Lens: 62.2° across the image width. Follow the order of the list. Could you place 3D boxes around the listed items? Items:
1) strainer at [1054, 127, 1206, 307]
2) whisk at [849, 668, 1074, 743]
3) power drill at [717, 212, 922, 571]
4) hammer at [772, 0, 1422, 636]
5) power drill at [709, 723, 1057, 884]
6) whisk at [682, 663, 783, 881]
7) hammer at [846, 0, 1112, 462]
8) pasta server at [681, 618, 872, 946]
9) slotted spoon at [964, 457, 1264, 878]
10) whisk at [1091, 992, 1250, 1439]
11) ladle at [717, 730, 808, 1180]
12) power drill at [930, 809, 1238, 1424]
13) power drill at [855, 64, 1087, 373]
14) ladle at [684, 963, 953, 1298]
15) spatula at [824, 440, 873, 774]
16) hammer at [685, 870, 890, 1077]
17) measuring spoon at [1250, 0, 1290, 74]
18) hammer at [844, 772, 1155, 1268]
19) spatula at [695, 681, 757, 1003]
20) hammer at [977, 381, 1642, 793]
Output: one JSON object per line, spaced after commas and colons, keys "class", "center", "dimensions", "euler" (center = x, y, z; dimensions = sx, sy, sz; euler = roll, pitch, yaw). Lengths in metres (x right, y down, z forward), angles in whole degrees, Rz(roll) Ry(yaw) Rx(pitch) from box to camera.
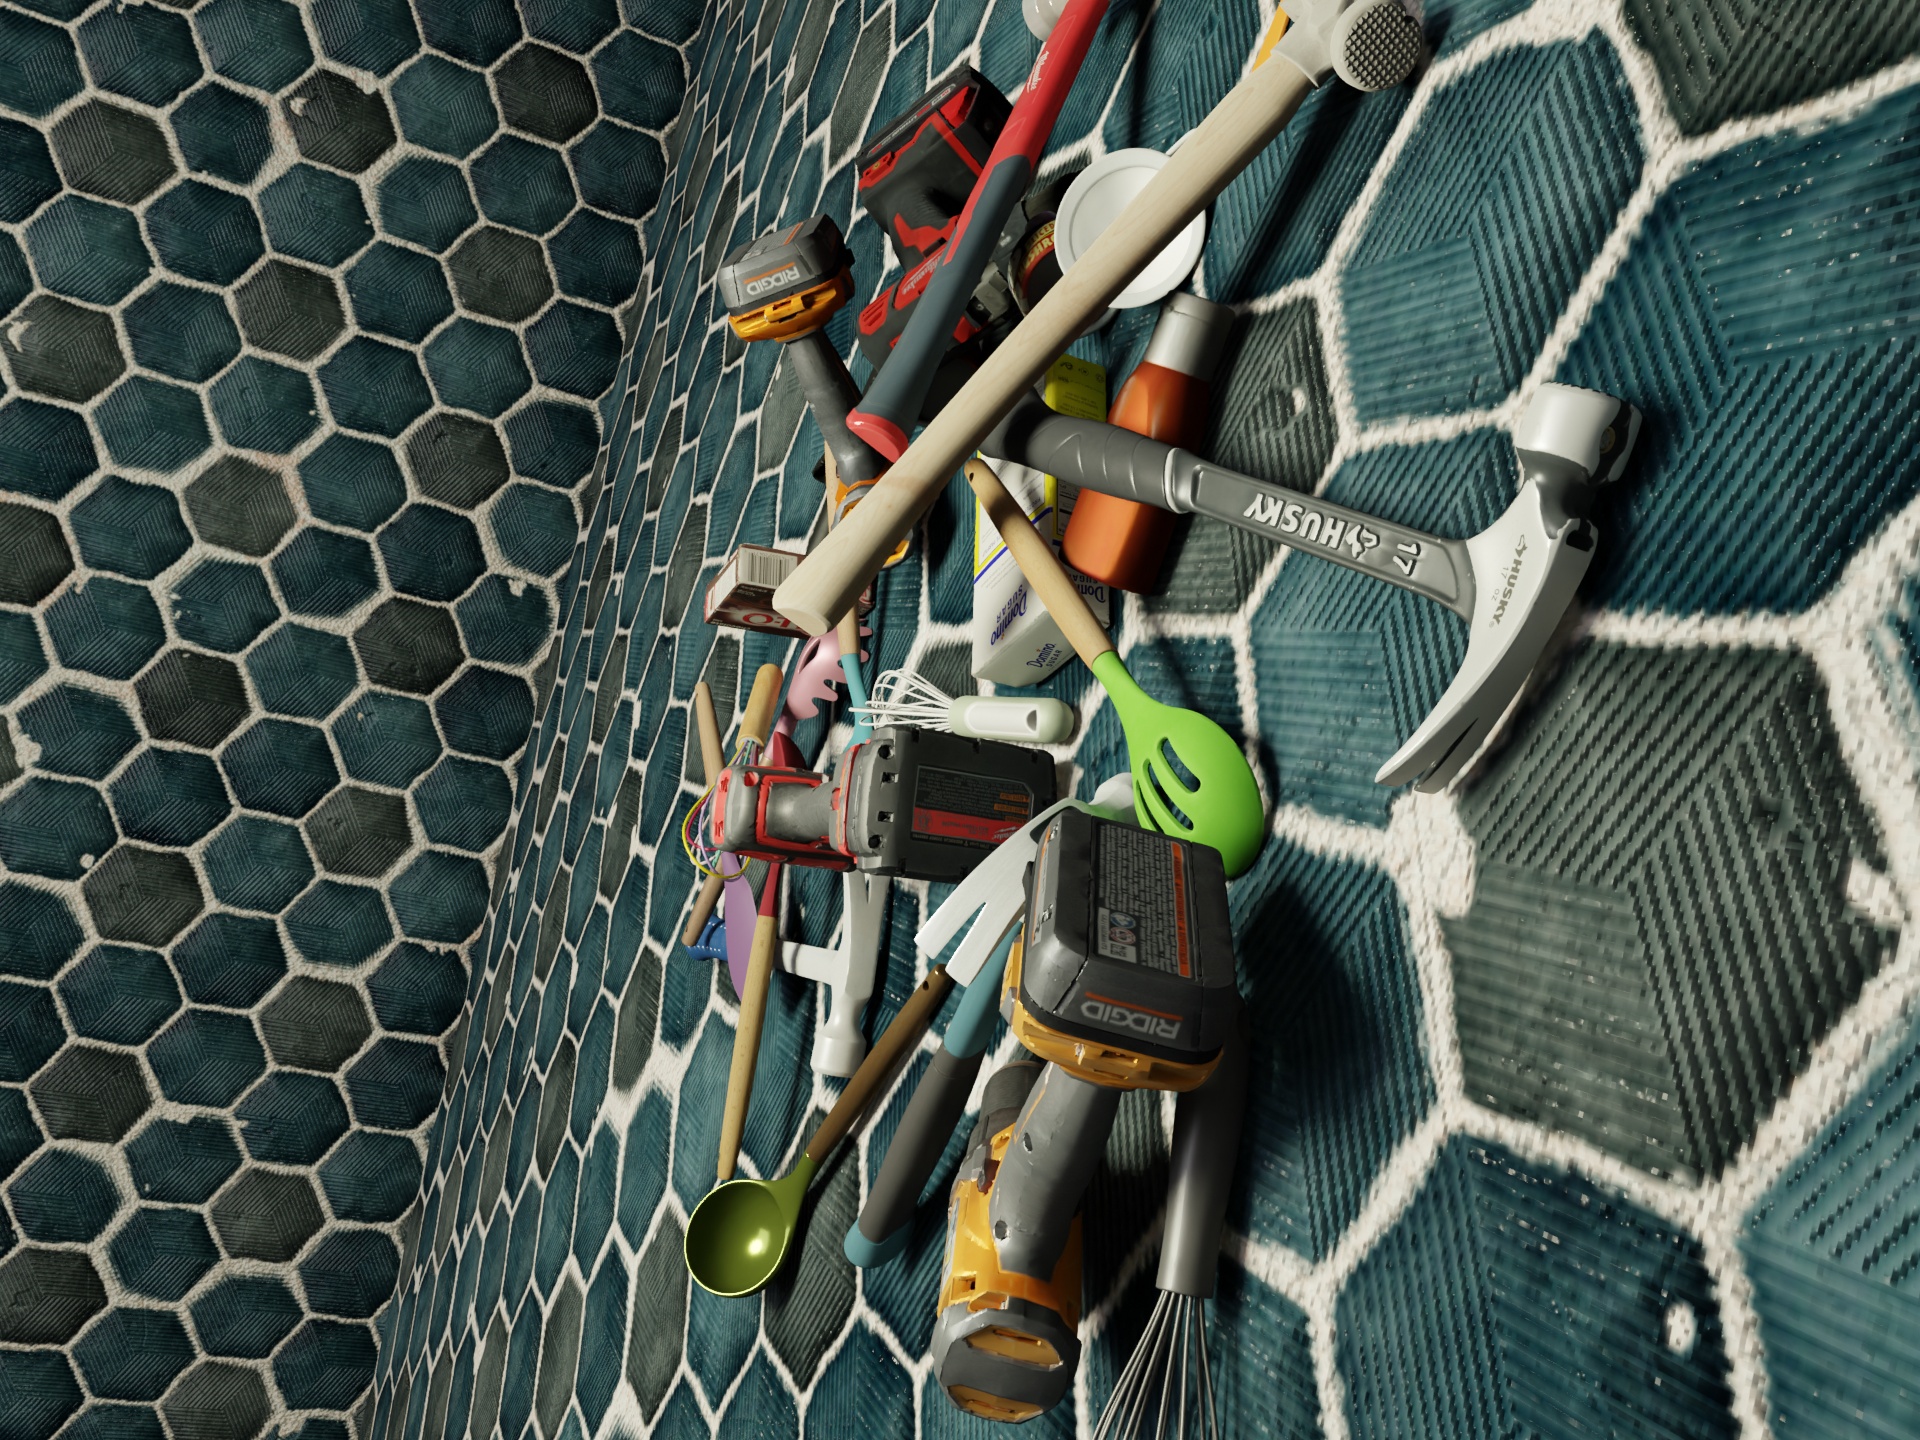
{"class": "strainer", "center": [0.049, -0.222, 0.892], "dimensions": [0.258, 0.087, 0.050], "euler": [-46, -15, 11]}
{"class": "whisk", "center": [-0.002, -0.003, 0.965], "dimensions": [0.246, 0.059, 0.058], "euler": [3, 92, 63]}
{"class": "power drill", "center": [-0.086, -0.233, 1.125], "dimensions": [0.164, 0.084, 0.226], "euler": [-88, -22, -65]}
{"class": "hammer", "center": [0.046, -0.202, 0.803], "dimensions": [0.410, 0.038, 0.146], "euler": [-45, 29, 17]}
{"class": "power drill", "center": [-0.043, 0.056, 0.921], "dimensions": [0.220, 0.143, 0.078], "euler": [-9, 73, 59]}
{"class": "whisk", "center": [-0.161, 0.029, 1.164], "dimensions": [0.245, 0.047, 0.051], "euler": [-83, 1, -54]}
{"class": "hammer", "center": [0.033, -0.315, 0.917], "dimensions": [0.143, 0.038, 0.386], "euler": [-8, 53, 52]}
{"class": "pasta server", "center": [-0.153, 0.054, 1.271], "dimensions": [0.316, 0.040, 0.060], "euler": [-64, 25, 19]}
{"class": "slotted spoon", "center": [0.060, -0.042, 0.782], "dimensions": [0.070, 0.031, 0.314], "euler": [-66, 35, 32]}
{"class": "whisk", "center": [0.086, 0.222, 0.624], "dimensions": [0.055, 0.055, 0.239], "euler": [-22, 53, 63]}
{"class": "ladle", "center": [-0.141, 0.165, 1.127], "dimensions": [0.069, 0.031, 0.315], "euler": [154, 125, -77]}
{"class": "power drill", "center": [0.045, 0.151, 0.676], "dimensions": [0.185, 0.084, 0.226], "euler": [-78, 3, -64]}
{"class": "power drill", "center": [0.012, -0.340, 1.053], "dimensions": [0.188, 0.080, 0.227], "euler": [-30, 42, 25]}
{"class": "ladle", "center": [-0.091, 0.261, 1.009], "dimensions": [0.320, 0.062, 0.078], "euler": [-58, 46, 32]}
{"class": "spatula", "center": [-0.093, -0.074, 1.181], "dimensions": [0.082, 0.044, 0.318], "euler": [151, 116, -66]}
{"class": "hammer", "center": [-0.143, 0.171, 1.210], "dimensions": [0.405, 0.035, 0.144], "euler": [-9, 69, 66]}
{"class": "measuring spoon", "center": [0.155, -0.345, 0.836], "dimensions": [0.117, 0.011, 0.021], "euler": [-70, 23, 15]}
{"class": "hammer", "center": [0.000, 0.171, 0.811], "dimensions": [0.033, 0.128, 0.330], "euler": [39, 129, 24]}
{"class": "spatula", "center": [-0.187, 0.087, 1.258], "dimensions": [0.059, 0.018, 0.316], "euler": [-56, 36, 37]}
{"class": "hammer", "center": [0.108, -0.097, 0.702], "dimensions": [0.409, 0.036, 0.149], "euler": [35, 110, 58]}
